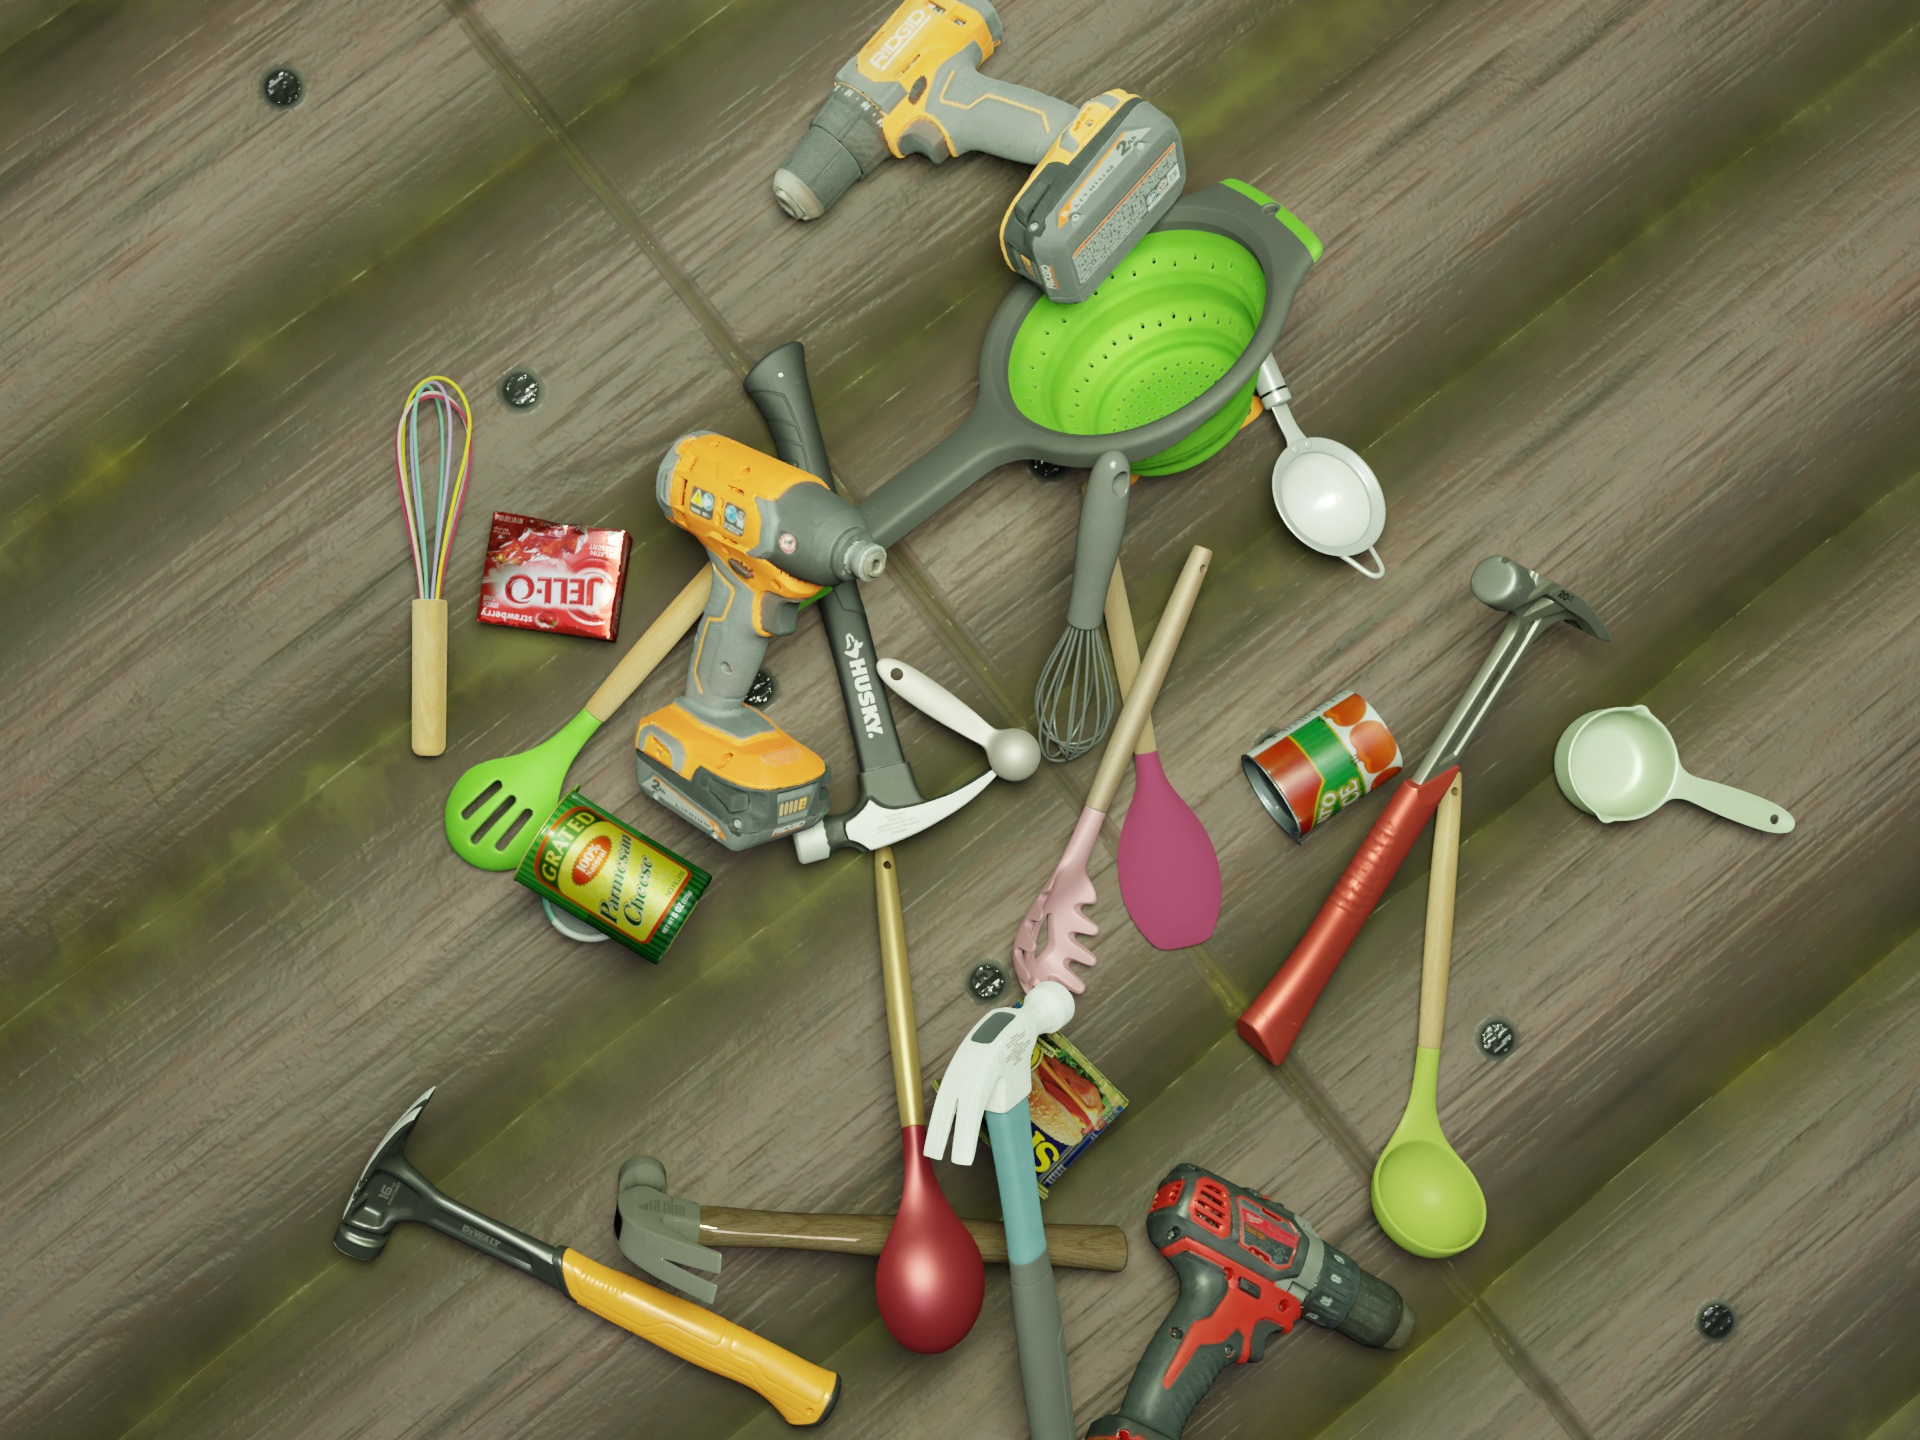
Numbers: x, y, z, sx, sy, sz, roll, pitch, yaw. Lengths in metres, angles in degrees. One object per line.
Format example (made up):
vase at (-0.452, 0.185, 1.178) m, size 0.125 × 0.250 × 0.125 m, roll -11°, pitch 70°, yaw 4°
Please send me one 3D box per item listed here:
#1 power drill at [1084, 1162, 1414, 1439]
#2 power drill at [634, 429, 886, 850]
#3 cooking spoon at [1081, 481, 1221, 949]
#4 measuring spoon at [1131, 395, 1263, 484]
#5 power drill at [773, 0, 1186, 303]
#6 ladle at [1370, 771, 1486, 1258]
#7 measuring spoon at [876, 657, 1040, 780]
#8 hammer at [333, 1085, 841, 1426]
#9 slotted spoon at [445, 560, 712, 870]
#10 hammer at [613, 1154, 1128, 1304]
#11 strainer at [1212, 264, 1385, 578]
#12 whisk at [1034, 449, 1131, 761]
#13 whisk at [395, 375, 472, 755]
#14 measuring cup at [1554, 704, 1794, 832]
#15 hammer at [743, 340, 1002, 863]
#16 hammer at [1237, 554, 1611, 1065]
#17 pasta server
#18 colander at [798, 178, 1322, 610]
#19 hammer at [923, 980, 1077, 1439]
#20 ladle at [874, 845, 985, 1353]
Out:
power drill at (0.181, 0.417, 1.003) m, size 0.188 × 0.080 × 0.227 m, roll 30°, pitch 58°, yaw -4°
power drill at (-0.118, -0.042, 0.949) m, size 0.164 × 0.084 × 0.226 m, roll 27°, pitch 118°, yaw 35°
cooking spoon at (0.119, -0.004, 1.066) m, size 0.068 × 0.017 × 0.319 m, roll -12°, pitch 91°, yaw -3°
measuring spoon at (0.155, -0.191, 1.074) m, size 0.117 × 0.011 × 0.021 m, roll -27°, pitch 91°, yaw -4°
power drill at (0.004, -0.355, 1.006) m, size 0.226 × 0.084 × 0.185 m, roll 40°, pitch 86°, yaw 22°
ladle at (0.321, 0.193, 1.060) m, size 0.078 × 0.062 × 0.320 m, roll 7°, pitch 86°, yaw -11°
measuring spoon at (-0.002, -0.003, 1.021) m, size 0.124 × 0.018 × 0.034 m, roll 34°, pitch 84°, yaw -3°
hammer at (-0.226, 0.358, 1.017) m, size 0.337 × 0.034 × 0.127 m, roll 29°, pitch 112°, yaw -6°
slotted spoon at (-0.220, -0.025, 1.021) m, size 0.070 × 0.031 × 0.314 m, roll 42°, pitch 92°, yaw -4°
hammer at (-0.053, 0.329, 1.014) m, size 0.331 × 0.130 × 0.031 m, roll 7°, pitch 98°, yaw -12°
strainer at (0.214, -0.207, 1.061) m, size 0.087 × 0.050 × 0.258 m, roll -23°, pitch 89°, yaw -26°
whisk at (0.080, -0.065, 0.987) m, size 0.055 × 0.055 × 0.238 m, roll 3°, pitch 132°, yaw -4°
whisk at (-0.340, -0.099, 1.025) m, size 0.047 × 0.051 × 0.245 m, roll 1°, pitch 92°, yaw -10°
measuring cup at (0.483, 0.044, 1.082) m, size 0.167 × 0.038 × 0.083 m, roll 19°, pitch 88°, yaw -5°
hammer at (-0.075, -0.084, 1.043) m, size 0.146 × 0.035 × 0.335 m, roll -14°, pitch 89°, yaw -8°
hammer at (0.291, 0.068, 1.037) m, size 0.149 × 0.037 × 0.359 m, roll 18°, pitch 105°, yaw -46°
pasta server at (0.104, 0.035, 1.041) m, size 0.060 × 0.040 × 0.316 m, roll 20°, pitch 93°, yaw -41°
colander at (0.056, -0.175, 1.015) m, size 0.397 × 0.094 × 0.205 m, roll -37°, pitch 49°, yaw 3°
hammer at (0.044, 0.336, 0.971) m, size 0.033 × 0.128 × 0.331 m, roll 1°, pitch 105°, yaw 37°
ladle at (-0.032, 0.229, 1.000) m, size 0.069 × 0.031 × 0.316 m, roll 0°, pitch 67°, yaw -19°
